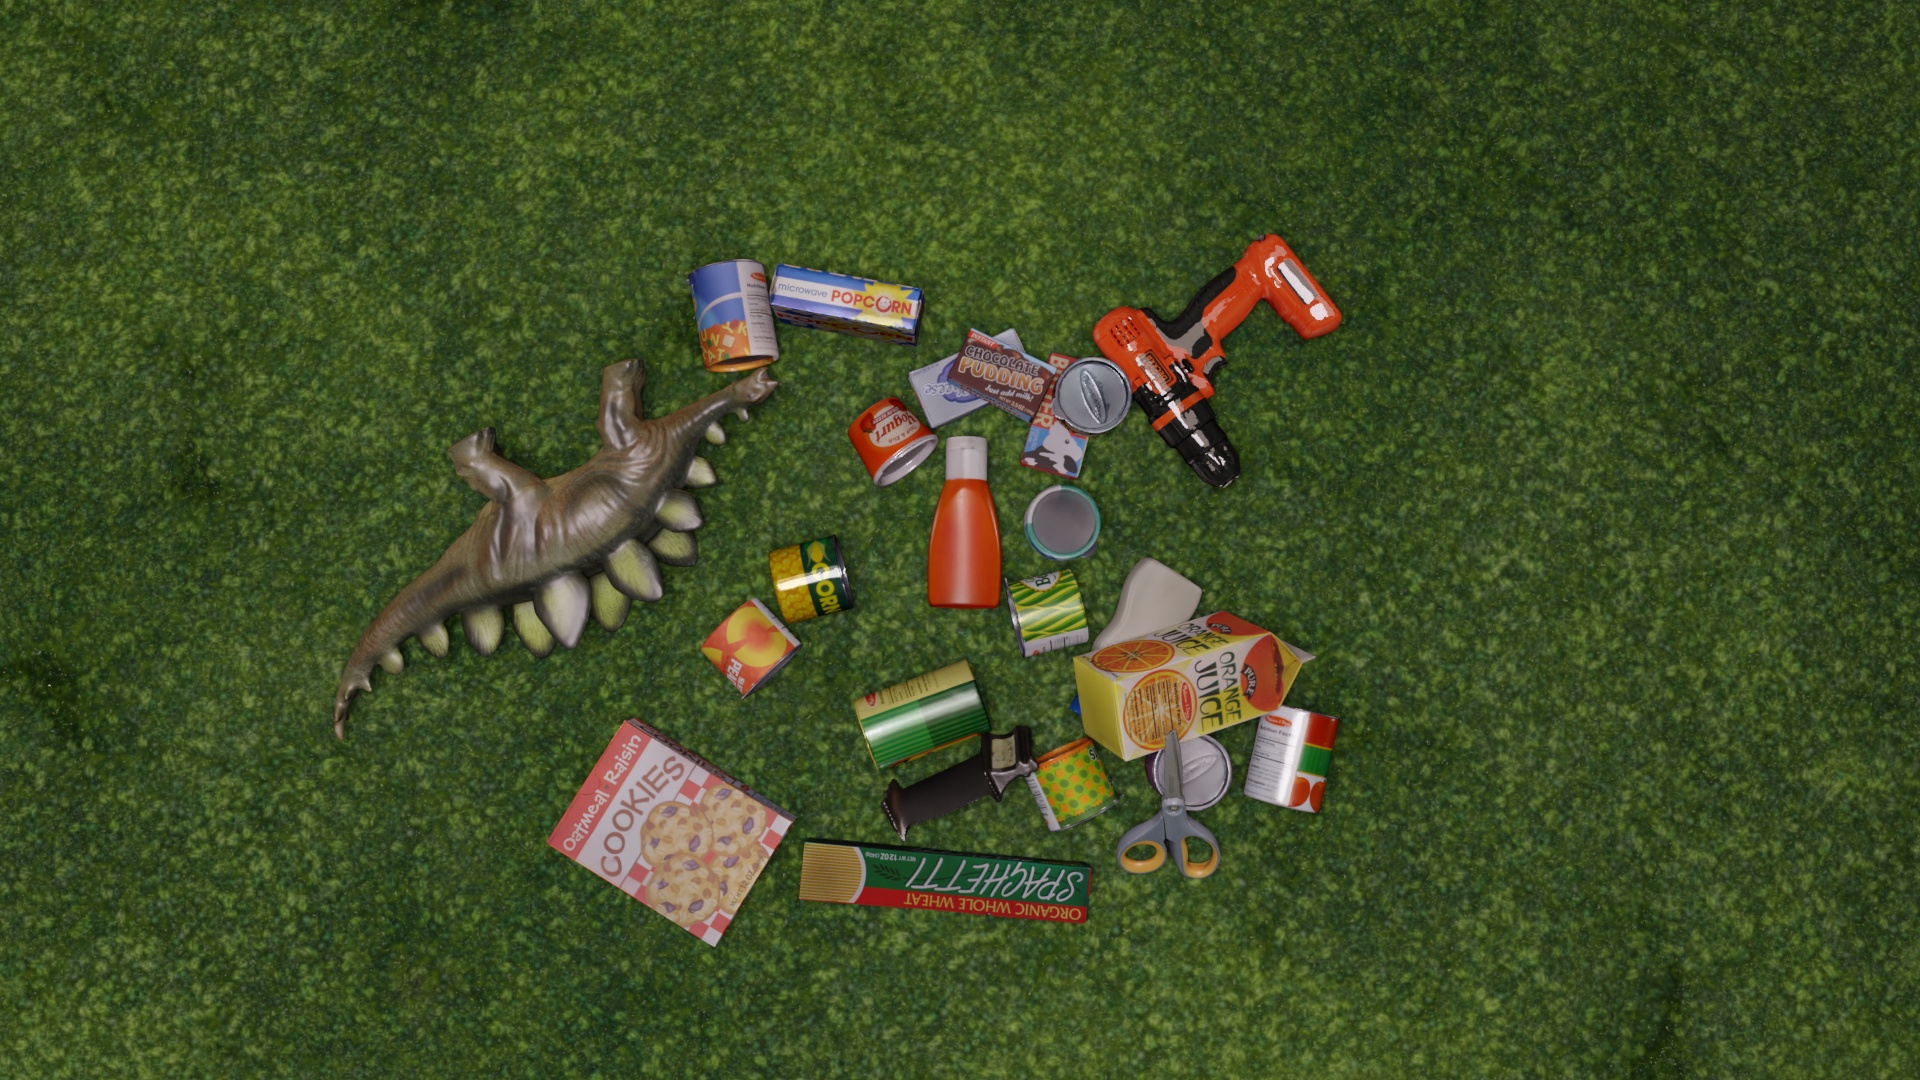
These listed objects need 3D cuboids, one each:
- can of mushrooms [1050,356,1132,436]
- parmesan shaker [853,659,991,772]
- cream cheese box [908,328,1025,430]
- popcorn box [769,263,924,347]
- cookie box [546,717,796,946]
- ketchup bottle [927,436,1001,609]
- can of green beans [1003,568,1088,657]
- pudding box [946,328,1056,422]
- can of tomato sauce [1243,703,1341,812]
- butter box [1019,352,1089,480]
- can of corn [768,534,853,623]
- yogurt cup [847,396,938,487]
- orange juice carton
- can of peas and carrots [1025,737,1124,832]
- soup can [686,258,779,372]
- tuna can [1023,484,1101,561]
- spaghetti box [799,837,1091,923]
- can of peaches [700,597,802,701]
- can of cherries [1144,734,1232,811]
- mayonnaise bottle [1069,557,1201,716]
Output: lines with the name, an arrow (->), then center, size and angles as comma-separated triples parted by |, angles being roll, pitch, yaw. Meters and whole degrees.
can of mushrooms -> 0.110, -0.123, 1.198 | 0.071, 0.033, 0.071 | 0, 87, -3
parmesan shaker -> -0.031, 0.150, 1.180 | 0.103, 0.071, 0.071 | -19, 87, -3
cream cheese box -> 0.011, -0.142, 1.227 | 0.104, 0.024, 0.053 | -24, 87, -3
popcorn box -> -0.097, -0.202, 1.198 | 0.127, 0.085, 0.038 | 10, 87, -1
cookie box -> -0.245, 0.246, 1.182 | 0.167, 0.040, 0.123 | 32, 86, 1
ketchup bottle -> 0.004, -0.015, 1.207 | 0.065, 0.043, 0.149 | 1, 85, -2
can of green beans -> 0.074, 0.062, 1.192 | 0.058, 0.071, 0.071 | -14, 86, -3
pudding box -> 0.036, -0.143, 1.199 | 0.084, 0.030, 0.049 | 26, 85, 1
can of tomato sauce -> 0.284, 0.185, 1.188 | 0.071, 0.071, 0.083 | 13, 86, 0
butter box -> 0.091, -0.109, 1.226 | 0.053, 0.024, 0.103 | 15, 86, -1
can of corn -> -0.127, 0.035, 1.187 | 0.058, 0.071, 0.071 | -14, 86, -1
yogurt cup -> -0.061, -0.087, 1.202 | 0.072, 0.072, 0.054 | -37, 80, -4
orange juice carton -> 0.199, 0.114, 1.164 | 0.193, 0.072, 0.072 | -15, 107, -20
can of peas and carrots -> 0.096, 0.206, 1.181 | 0.071, 0.071, 0.059 | -26, 86, -3
soup can -> -0.199, -0.193, 1.206 | 0.071, 0.071, 0.084 | -10, 86, -2
tuna can -> 0.091, -0.014, 1.214 | 0.071, 0.033, 0.071 | 0, 85, -1
spaghetti box -> -0.012, 0.291, 1.190 | 0.250, 0.028, 0.050 | 5, 86, -1
can of peaches -> -0.180, 0.092, 1.182 | 0.071, 0.071, 0.058 | -43, 87, -4
can of cherries -> 0.193, 0.192, 1.188 | 0.071, 0.058, 0.071 | 0, 86, 0
mayonnaise bottle -> 0.147, 0.091, 1.204 | 0.065, 0.041, 0.148 | 32, 87, -7
